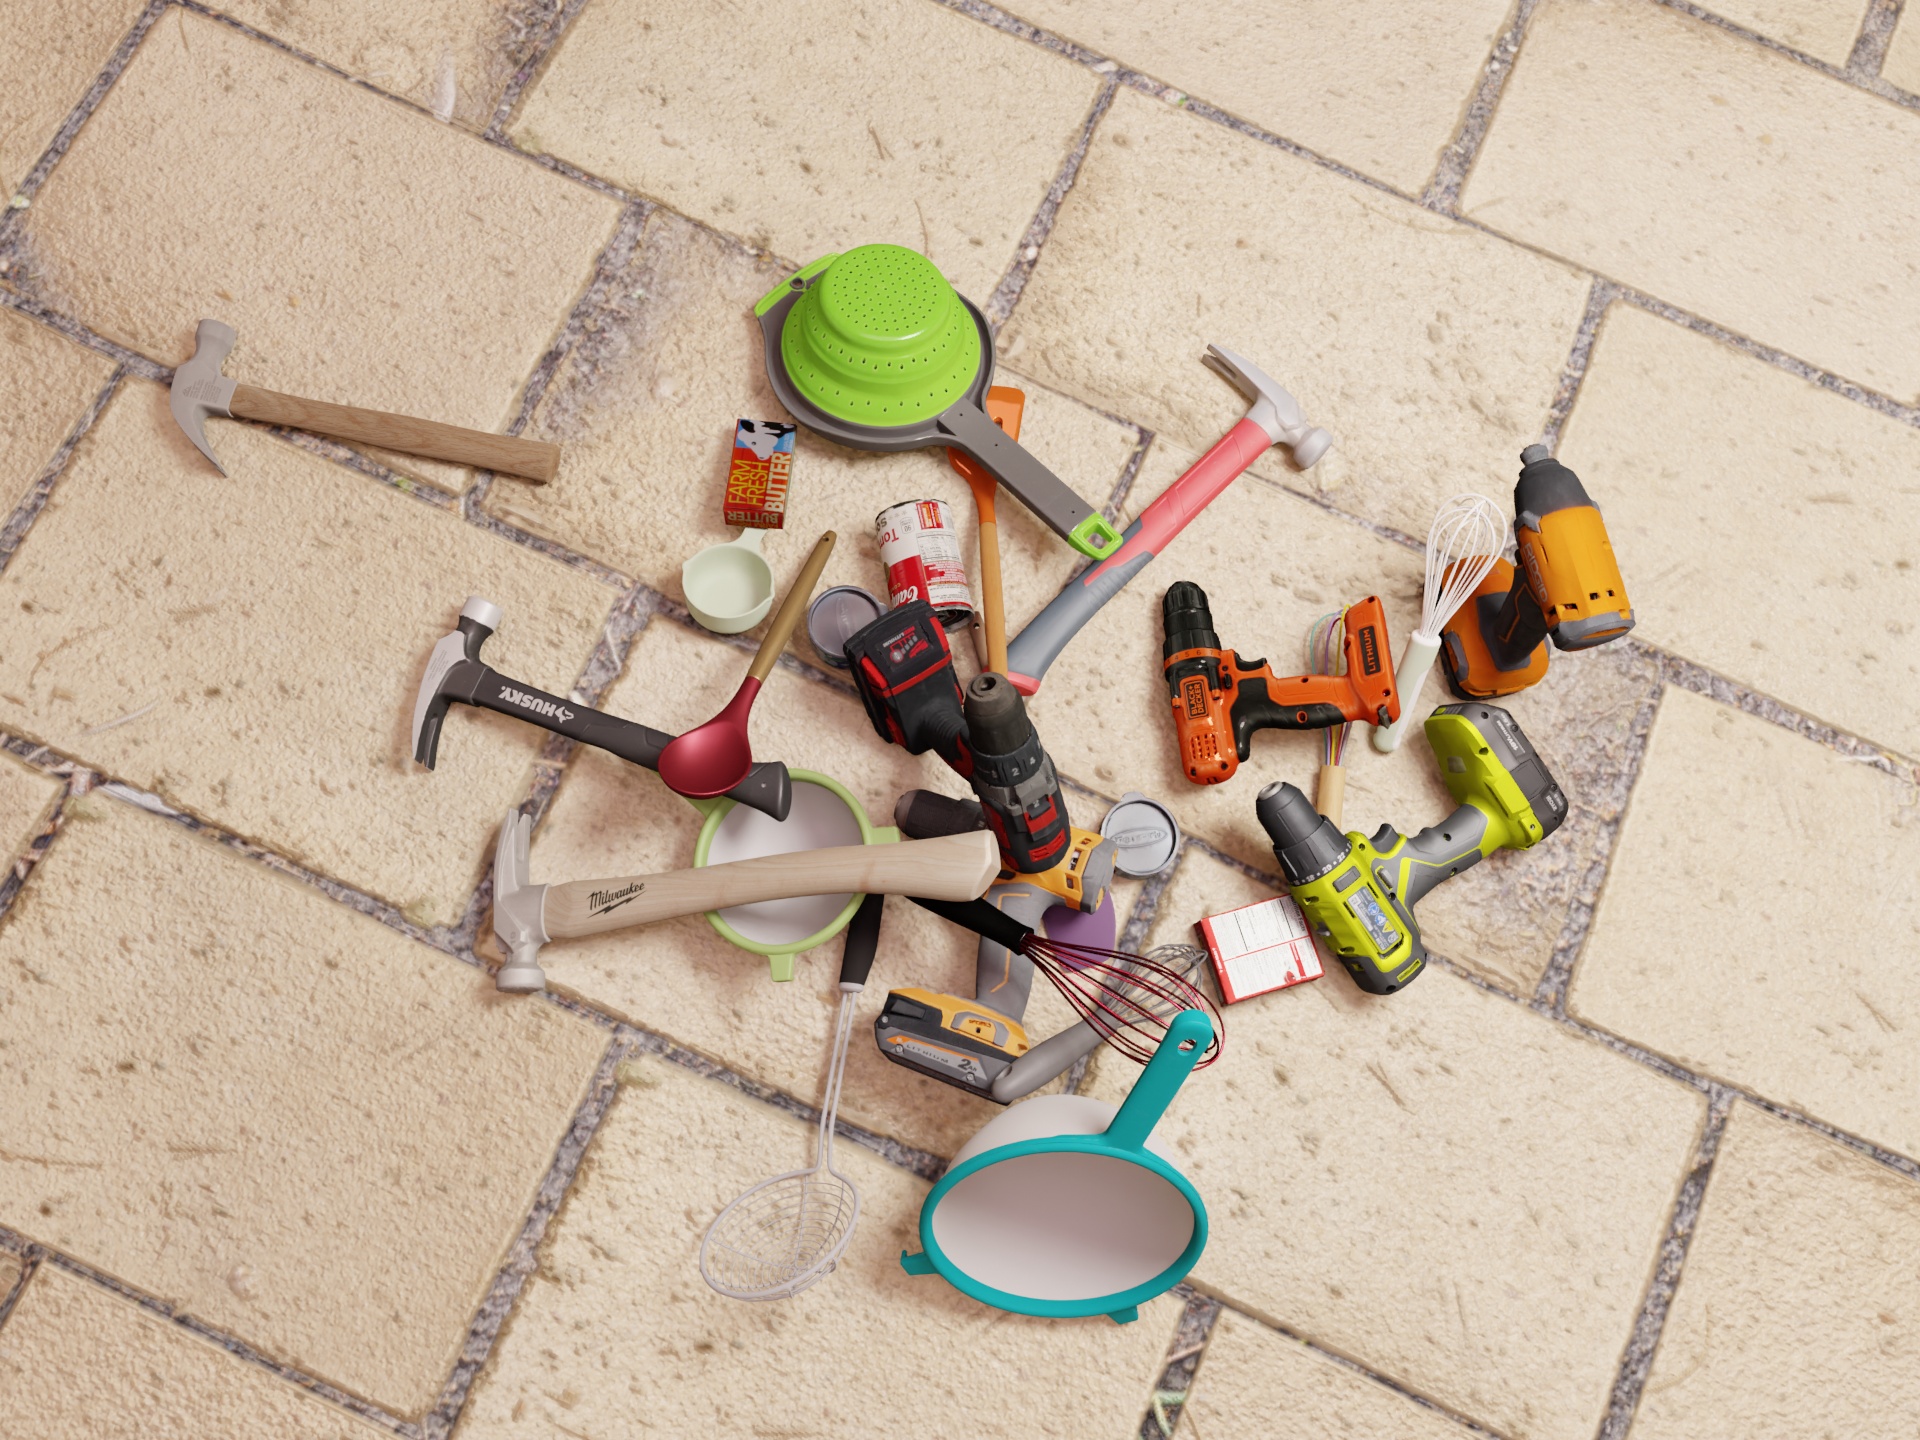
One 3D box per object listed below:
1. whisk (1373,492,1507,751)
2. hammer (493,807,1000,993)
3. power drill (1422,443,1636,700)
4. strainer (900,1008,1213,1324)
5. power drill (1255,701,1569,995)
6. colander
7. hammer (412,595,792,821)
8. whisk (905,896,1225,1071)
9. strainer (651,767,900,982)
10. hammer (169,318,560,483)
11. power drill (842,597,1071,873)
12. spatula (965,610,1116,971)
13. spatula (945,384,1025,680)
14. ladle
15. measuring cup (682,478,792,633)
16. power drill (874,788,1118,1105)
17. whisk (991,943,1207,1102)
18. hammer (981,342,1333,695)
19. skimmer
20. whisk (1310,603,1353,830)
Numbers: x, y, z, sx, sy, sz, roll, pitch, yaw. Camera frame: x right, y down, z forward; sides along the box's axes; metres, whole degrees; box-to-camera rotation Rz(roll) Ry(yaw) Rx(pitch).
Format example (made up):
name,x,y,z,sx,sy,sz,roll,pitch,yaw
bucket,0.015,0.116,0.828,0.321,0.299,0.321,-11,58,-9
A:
name,x,y,z,sx,sy,sz,roll,pitch,yaw
whisk,0.384,-0.074,1.300,0.059,0.246,0.058,29,39,24
hammer,-0.172,0.117,1.226,0.410,0.038,0.146,-9,73,14
power drill,0.458,-0.116,1.300,0.084,0.226,0.164,-11,76,-7
strainer,0.098,0.301,1.157,0.211,0.340,0.095,17,34,-11
power drill,0.364,0.085,1.301,0.228,0.080,0.190,-37,96,-13
colander,-0.009,-0.287,1.352,0.397,0.094,0.204,43,68,15
hammer,-0.287,0.014,1.279,0.335,0.035,0.146,19,75,14
whisk,0.064,0.175,1.187,0.296,0.073,0.073,27,74,25
strainer,-0.172,0.090,1.295,0.256,0.069,0.151,36,84,24
hammer,-0.512,-0.251,1.369,0.331,0.031,0.130,12,74,-1
power drill,-0.002,-0.004,1.225,0.080,0.187,0.227,-31,46,-13
spatula,0.061,0.054,1.335,0.060,0.018,0.316,-19,78,0
spatula,0.025,-0.151,1.353,0.081,0.041,0.323,-1,59,-4
ladle,-0.159,-0.050,1.285,0.069,0.031,0.316,17,50,7
measuring cup,-0.181,-0.144,1.368,0.083,0.038,0.168,19,58,5
power drill,0.005,0.169,1.268,0.185,0.084,0.226,19,72,13
whisk,0.110,0.233,1.233,0.239,0.055,0.055,-25,77,-37
hammer,0.149,-0.168,1.380,0.143,0.038,0.386,43,74,10
skimmer,-0.113,0.261,1.232,0.127,0.090,0.363,-4,67,35
whisk,0.317,0.018,1.352,0.051,0.047,0.245,9,78,-3
